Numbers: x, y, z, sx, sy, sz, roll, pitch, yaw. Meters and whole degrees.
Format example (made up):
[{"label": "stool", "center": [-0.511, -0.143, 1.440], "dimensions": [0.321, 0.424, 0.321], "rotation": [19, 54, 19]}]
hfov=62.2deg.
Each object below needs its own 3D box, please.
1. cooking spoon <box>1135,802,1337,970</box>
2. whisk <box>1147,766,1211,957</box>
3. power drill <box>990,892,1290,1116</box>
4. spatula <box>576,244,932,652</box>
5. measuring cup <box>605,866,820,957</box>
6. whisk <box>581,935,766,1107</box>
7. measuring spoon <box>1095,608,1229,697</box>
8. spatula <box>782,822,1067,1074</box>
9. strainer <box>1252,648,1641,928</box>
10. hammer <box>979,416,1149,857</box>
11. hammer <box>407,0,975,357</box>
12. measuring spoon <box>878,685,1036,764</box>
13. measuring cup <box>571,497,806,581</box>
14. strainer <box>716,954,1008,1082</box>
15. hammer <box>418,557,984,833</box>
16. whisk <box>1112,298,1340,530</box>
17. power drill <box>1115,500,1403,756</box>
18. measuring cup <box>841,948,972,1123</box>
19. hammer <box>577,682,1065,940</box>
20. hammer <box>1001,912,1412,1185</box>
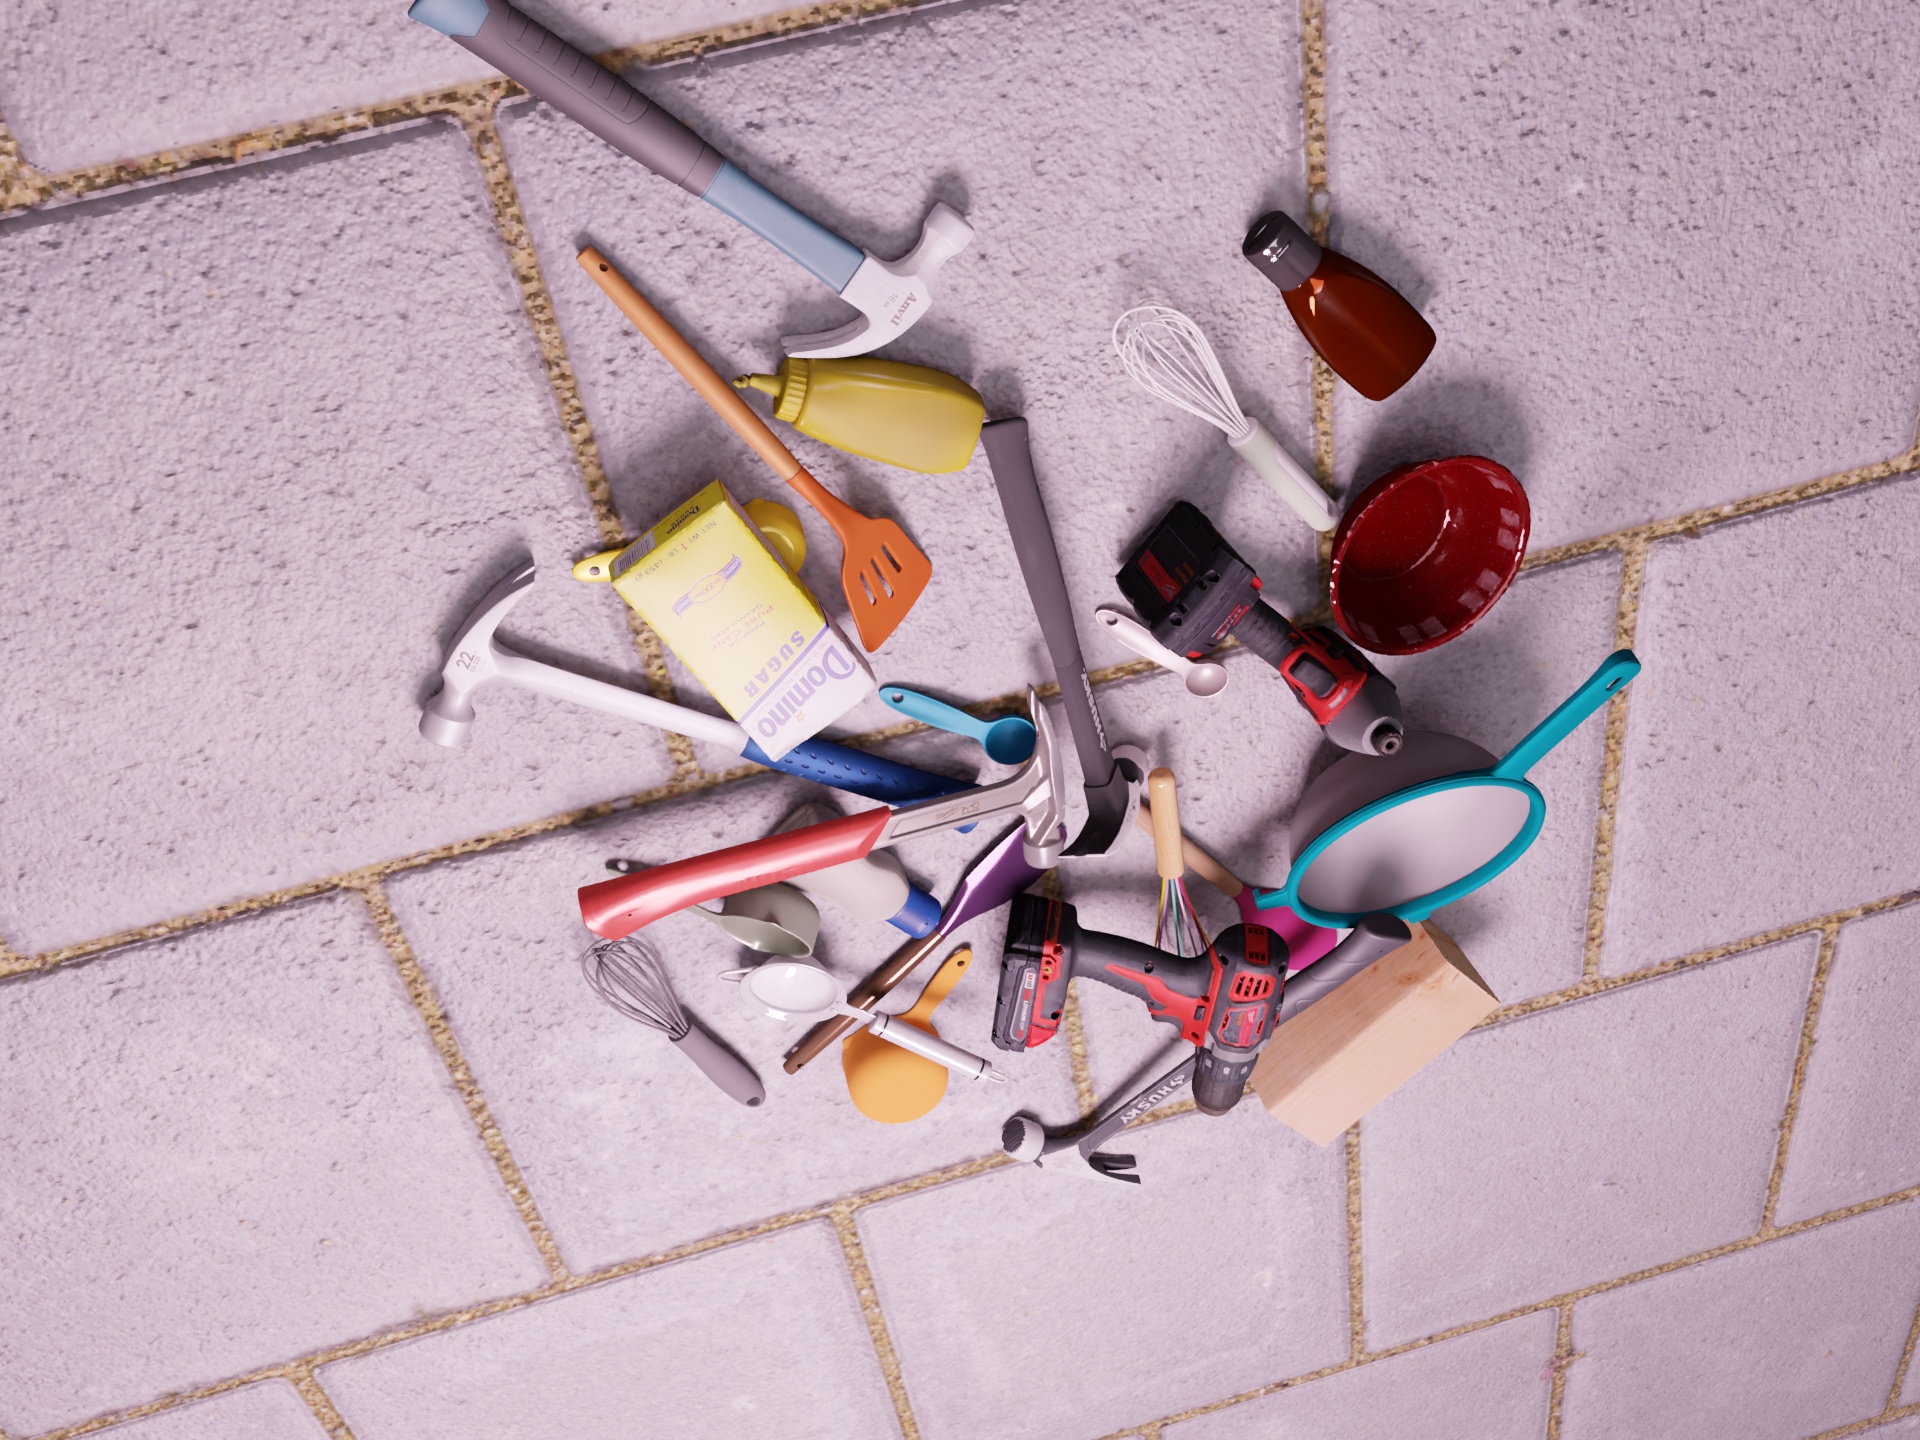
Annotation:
[{"label": "cooking spoon", "center": [0.214, 0.129, 1.324], "dimensions": [0.068, 0.017, 0.318], "rotation": [-45, 122, 13]}, {"label": "whisk", "center": [0.175, 0.136, 1.286], "dimensions": [0.047, 0.051, 0.244], "rotation": [3, 128, 20]}, {"label": "power drill", "center": [0.142, 0.235, 1.291], "dimensions": [0.226, 0.080, 0.187], "rotation": [9, 124, 3]}, {"label": "spatula", "center": [-0.128, -0.175, 1.021], "dimensions": [0.322, 0.041, 0.081], "rotation": [46, 67, -26]}, {"label": "measuring cup", "center": [-0.185, 0.132, 1.208], "dimensions": [0.167, 0.038, 0.083], "rotation": [23, 154, -7]}, {"label": "whisk", "center": [-0.221, 0.246, 1.272], "dimensions": [0.055, 0.055, 0.238], "rotation": [-30, 129, 6]}, {"label": "measuring spoon", "center": [0.150, -0.055, 1.192], "dimensions": [0.124, 0.018, 0.034], "rotation": [30, 124, -22]}, {"label": "spatula", "center": [-0.033, 0.189, 1.298], "dimensions": [0.316, 0.018, 0.059], "rotation": [-43, 131, 14]}, {"label": "strainer", "center": [0.376, 0.034, 1.227], "dimensions": [0.210, 0.095, 0.340], "rotation": [9, 137, -31]}, {"label": "hammer", "center": [0.069, -0.056, 1.113], "dimensions": [0.035, 0.146, 0.334], "rotation": [-5, 120, 23]}, {"label": "hammer", "center": [-0.155, -0.324, 0.921], "dimensions": [0.330, 0.033, 0.128], "rotation": [28, 111, -28]}, {"label": "measuring spoon", "center": [-0.002, -0.004, 1.185], "dimensions": [0.128, 0.021, 0.042], "rotation": [21, 116, -16]}, {"label": "measuring cup", "center": [-0.179, -0.106, 1.057], "dimensions": [0.156, 0.029, 0.062], "rotation": [-11, 125, -11]}, {"label": "strainer", "center": [-0.074, 0.239, 1.280], "dimensions": [0.258, 0.050, 0.086], "rotation": [27, 134, -13]}, {"label": "hammer", "center": [-0.161, 0.006, 1.134], "dimensions": [0.405, 0.035, 0.144], "rotation": [18, 116, -24]}, {"label": "whisk", "center": [0.189, -0.202, 1.085], "dimensions": [0.059, 0.058, 0.246], "rotation": [-17, 139, 41]}, {"label": "power drill", "center": [0.225, -0.053, 1.133], "dimensions": [0.219, 0.143, 0.078], "rotation": [31, 108, -27]}, {"label": "measuring cup", "center": [-0.032, 0.267, 1.328], "dimensions": [0.095, 0.052, 0.173], "rotation": [21, 117, -26]}, {"label": "hammer", "center": [-0.098, 0.082, 1.151], "dimensions": [0.359, 0.037, 0.149], "rotation": [-14, 122, -10]}, {"label": "hammer", "center": [0.223, 0.290, 1.381], "dimensions": [0.149, 0.036, 0.409], "rotation": [29, 122, -32]}]
